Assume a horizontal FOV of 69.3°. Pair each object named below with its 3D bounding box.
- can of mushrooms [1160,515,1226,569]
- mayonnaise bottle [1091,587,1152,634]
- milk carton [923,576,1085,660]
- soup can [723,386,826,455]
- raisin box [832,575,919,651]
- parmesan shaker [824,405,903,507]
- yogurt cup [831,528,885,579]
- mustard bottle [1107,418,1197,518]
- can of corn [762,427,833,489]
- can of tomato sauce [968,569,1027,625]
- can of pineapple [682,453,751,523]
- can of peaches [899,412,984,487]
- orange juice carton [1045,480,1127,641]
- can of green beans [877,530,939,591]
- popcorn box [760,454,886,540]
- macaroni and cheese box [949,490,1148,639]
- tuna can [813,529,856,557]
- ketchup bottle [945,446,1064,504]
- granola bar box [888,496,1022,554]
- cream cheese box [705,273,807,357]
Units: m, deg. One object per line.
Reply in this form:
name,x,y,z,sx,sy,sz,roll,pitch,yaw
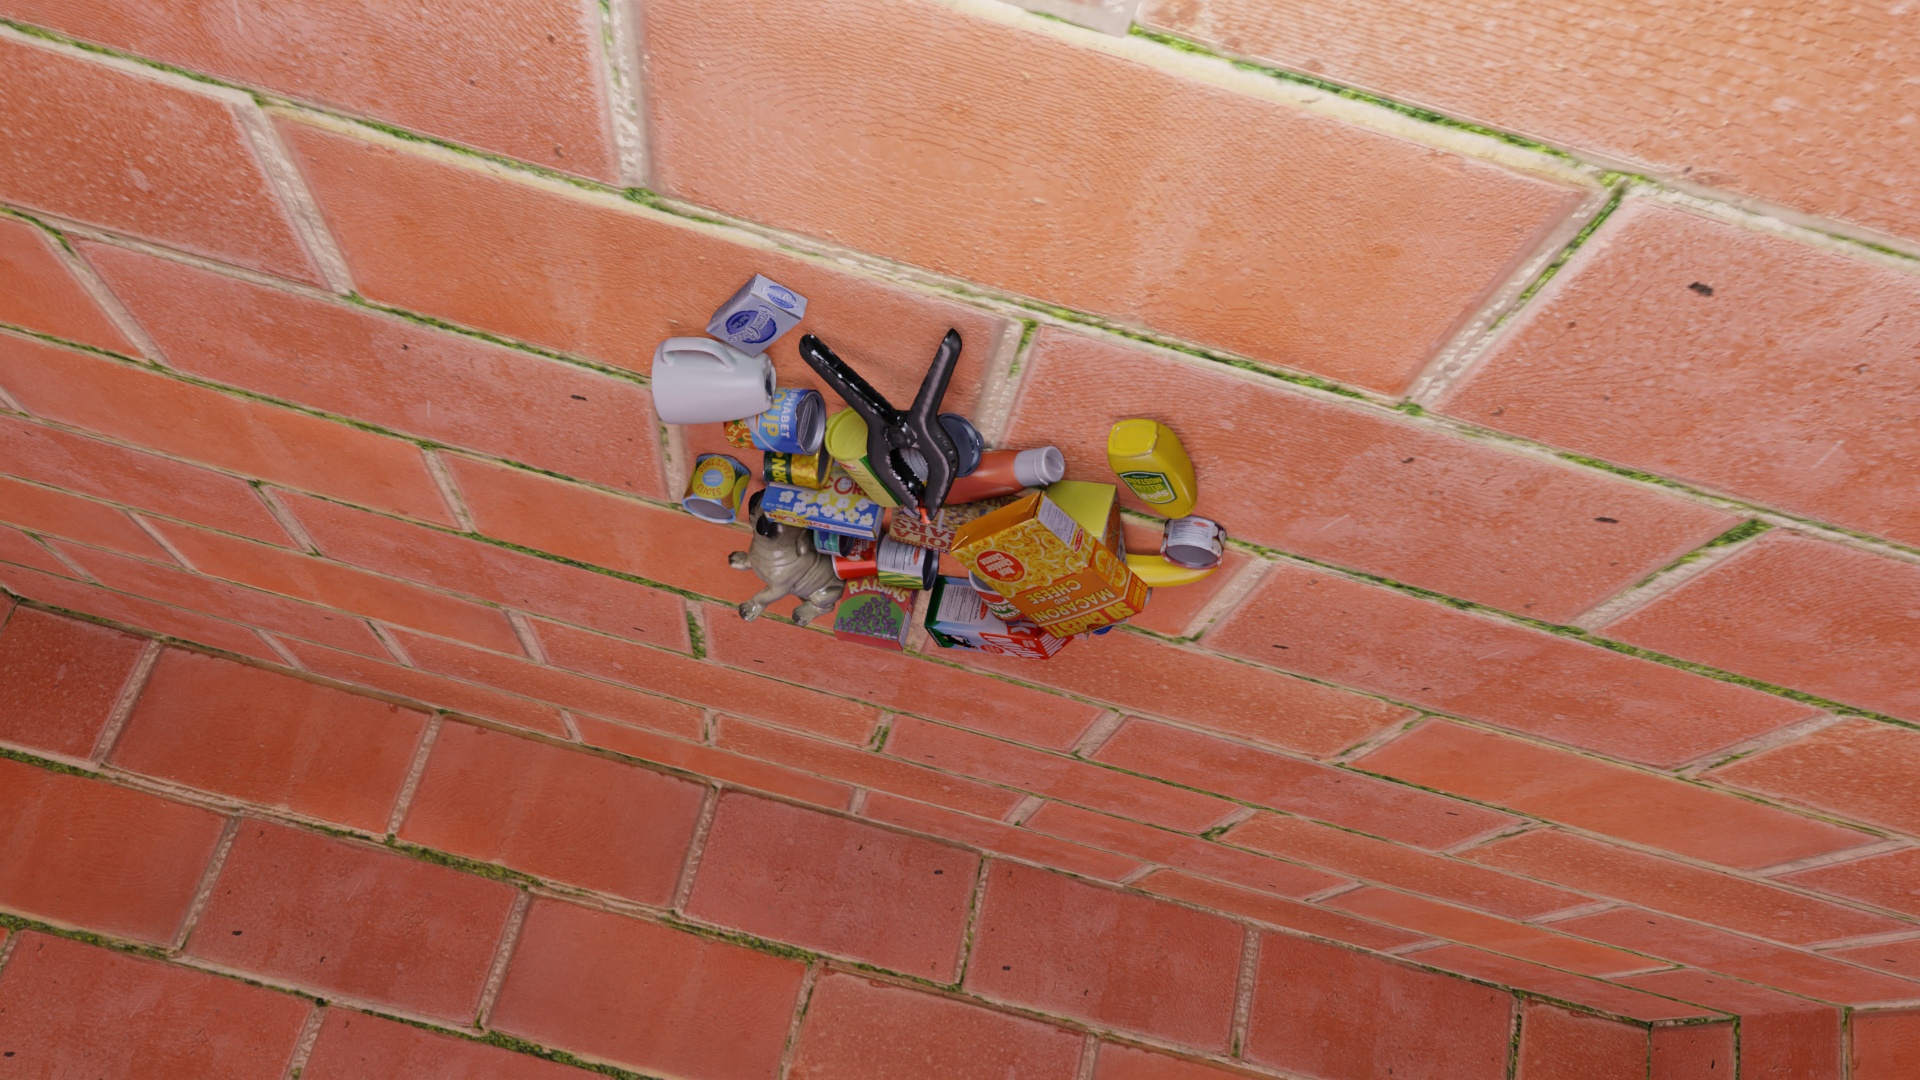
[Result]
can of mushrooms,0.247,0.004,1.473,0.071,0.033,0.070,11,156,5
mayonnaise bottle,0.183,0.074,1.661,0.065,0.041,0.147,14,157,-3
milk carton,0.059,0.100,1.752,0.190,0.074,0.072,5,155,20
soup can,-0.187,-0.123,1.391,0.084,0.071,0.071,6,156,18
raisin box,-0.097,0.067,1.703,0.086,0.124,0.040,8,156,14
parmesan shaker,-0.088,-0.087,1.420,0.071,0.071,0.103,2,155,26
yogurt cup,-0.120,0.013,1.671,0.054,0.072,0.072,0,154,13
mustard bottle,0.195,-0.059,1.336,0.065,0.049,0.160,1,154,32
can of corn,-0.169,-0.088,1.454,0.058,0.071,0.071,10,157,8
can of tomato sauce,0.051,0.052,1.650,0.071,0.071,0.083,4,155,22
can of pineapple,-0.281,-0.060,1.601,0.071,0.058,0.070,12,157,5
can of peaches,-0.020,-0.088,1.377,0.071,0.071,0.058,28,153,-29
orange juice carton,0.134,0.026,1.485,0.073,0.072,0.191,6,142,18
can of green beans,-0.062,0.024,1.656,0.058,0.071,0.071,8,156,15
popcorn box,-0.141,-0.055,1.497,0.127,0.085,0.038,10,157,8
macaroni and cheese box,0.090,0.030,1.414,0.166,0.040,0.123,40,140,-25
tuna can,-0.144,-0.018,1.613,0.033,0.071,0.071,9,156,13
ketchup bottle,0.036,-0.068,1.416,0.148,0.043,0.064,-7,156,40
granola bar box,0.006,-0.019,1.552,0.166,0.039,0.123,14,157,0
cream cheese box,-0.186,-0.203,1.259,0.053,0.024,0.103,25,155,-26
